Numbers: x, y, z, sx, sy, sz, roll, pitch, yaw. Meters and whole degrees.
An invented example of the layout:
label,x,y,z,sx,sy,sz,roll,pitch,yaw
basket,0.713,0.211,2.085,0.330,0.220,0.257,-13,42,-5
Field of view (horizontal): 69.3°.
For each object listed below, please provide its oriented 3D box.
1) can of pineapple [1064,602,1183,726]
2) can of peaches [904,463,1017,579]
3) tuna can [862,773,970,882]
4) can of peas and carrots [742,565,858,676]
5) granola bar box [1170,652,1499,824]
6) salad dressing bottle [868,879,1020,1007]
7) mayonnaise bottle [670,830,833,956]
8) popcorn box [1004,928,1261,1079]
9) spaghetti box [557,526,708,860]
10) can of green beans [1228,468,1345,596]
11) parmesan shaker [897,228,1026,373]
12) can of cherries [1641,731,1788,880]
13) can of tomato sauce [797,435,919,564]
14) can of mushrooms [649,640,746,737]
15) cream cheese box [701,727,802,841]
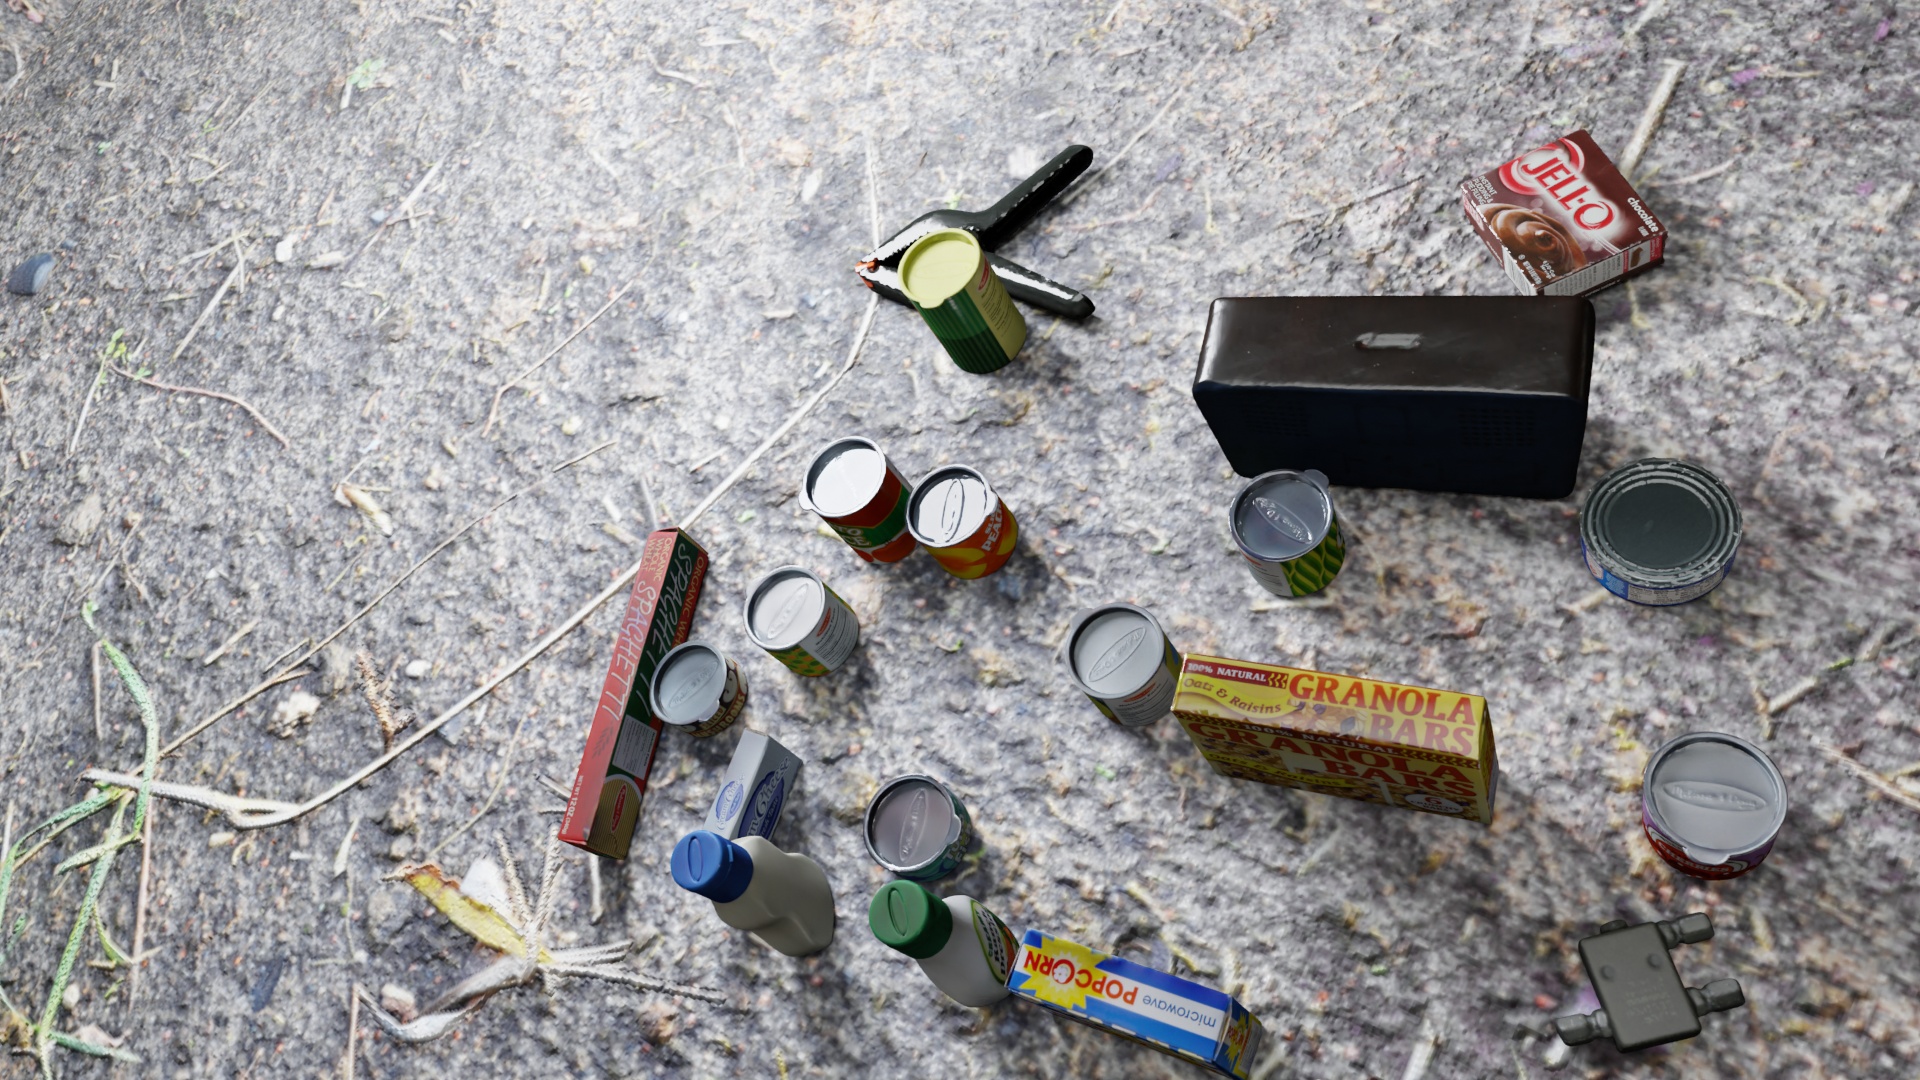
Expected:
label,x,y,z,sx,sy,sz,roll,pitch,yaw
can of pineapple,0.107,0.080,0.903,0.071,0.057,0.071,-10,60,19
can of peaches,0.004,-0.013,0.999,0.071,0.058,0.071,-10,60,19
tuna can,-0.026,0.191,0.918,0.071,0.032,0.071,-10,60,19
can of peas and carrots,-0.118,0.059,1.014,0.071,0.058,0.071,-10,60,19
granola bar box,0.217,0.113,0.796,0.165,0.124,0.039,7,67,27
salad dressing bottle,-0.007,0.235,0.816,0.044,0.147,0.064,-25,57,11
mayonnaise bottle,-0.129,0.219,0.879,0.041,0.147,0.065,-21,58,13
popcorn box,0.100,0.265,0.791,0.127,0.085,0.038,11,69,28
spaghetti box,-0.242,0.111,1.046,0.028,0.050,0.251,0,64,24
can of green beans,0.213,-0.004,0.902,0.071,0.057,0.071,-10,60,19
parmesan shaker,0.002,-0.178,1.061,0.071,0.103,0.071,-10,60,19
can of cherries,0.398,0.144,0.739,0.071,0.058,0.072,-10,60,19
can of tomato sauce,-0.070,-0.027,1.024,0.071,0.083,0.071,-10,60,19
can of mushrooms,-0.194,0.113,1.034,0.071,0.033,0.071,-10,60,19
cream cheese box,-0.148,0.188,0.961,0.024,0.053,0.104,11,69,28
